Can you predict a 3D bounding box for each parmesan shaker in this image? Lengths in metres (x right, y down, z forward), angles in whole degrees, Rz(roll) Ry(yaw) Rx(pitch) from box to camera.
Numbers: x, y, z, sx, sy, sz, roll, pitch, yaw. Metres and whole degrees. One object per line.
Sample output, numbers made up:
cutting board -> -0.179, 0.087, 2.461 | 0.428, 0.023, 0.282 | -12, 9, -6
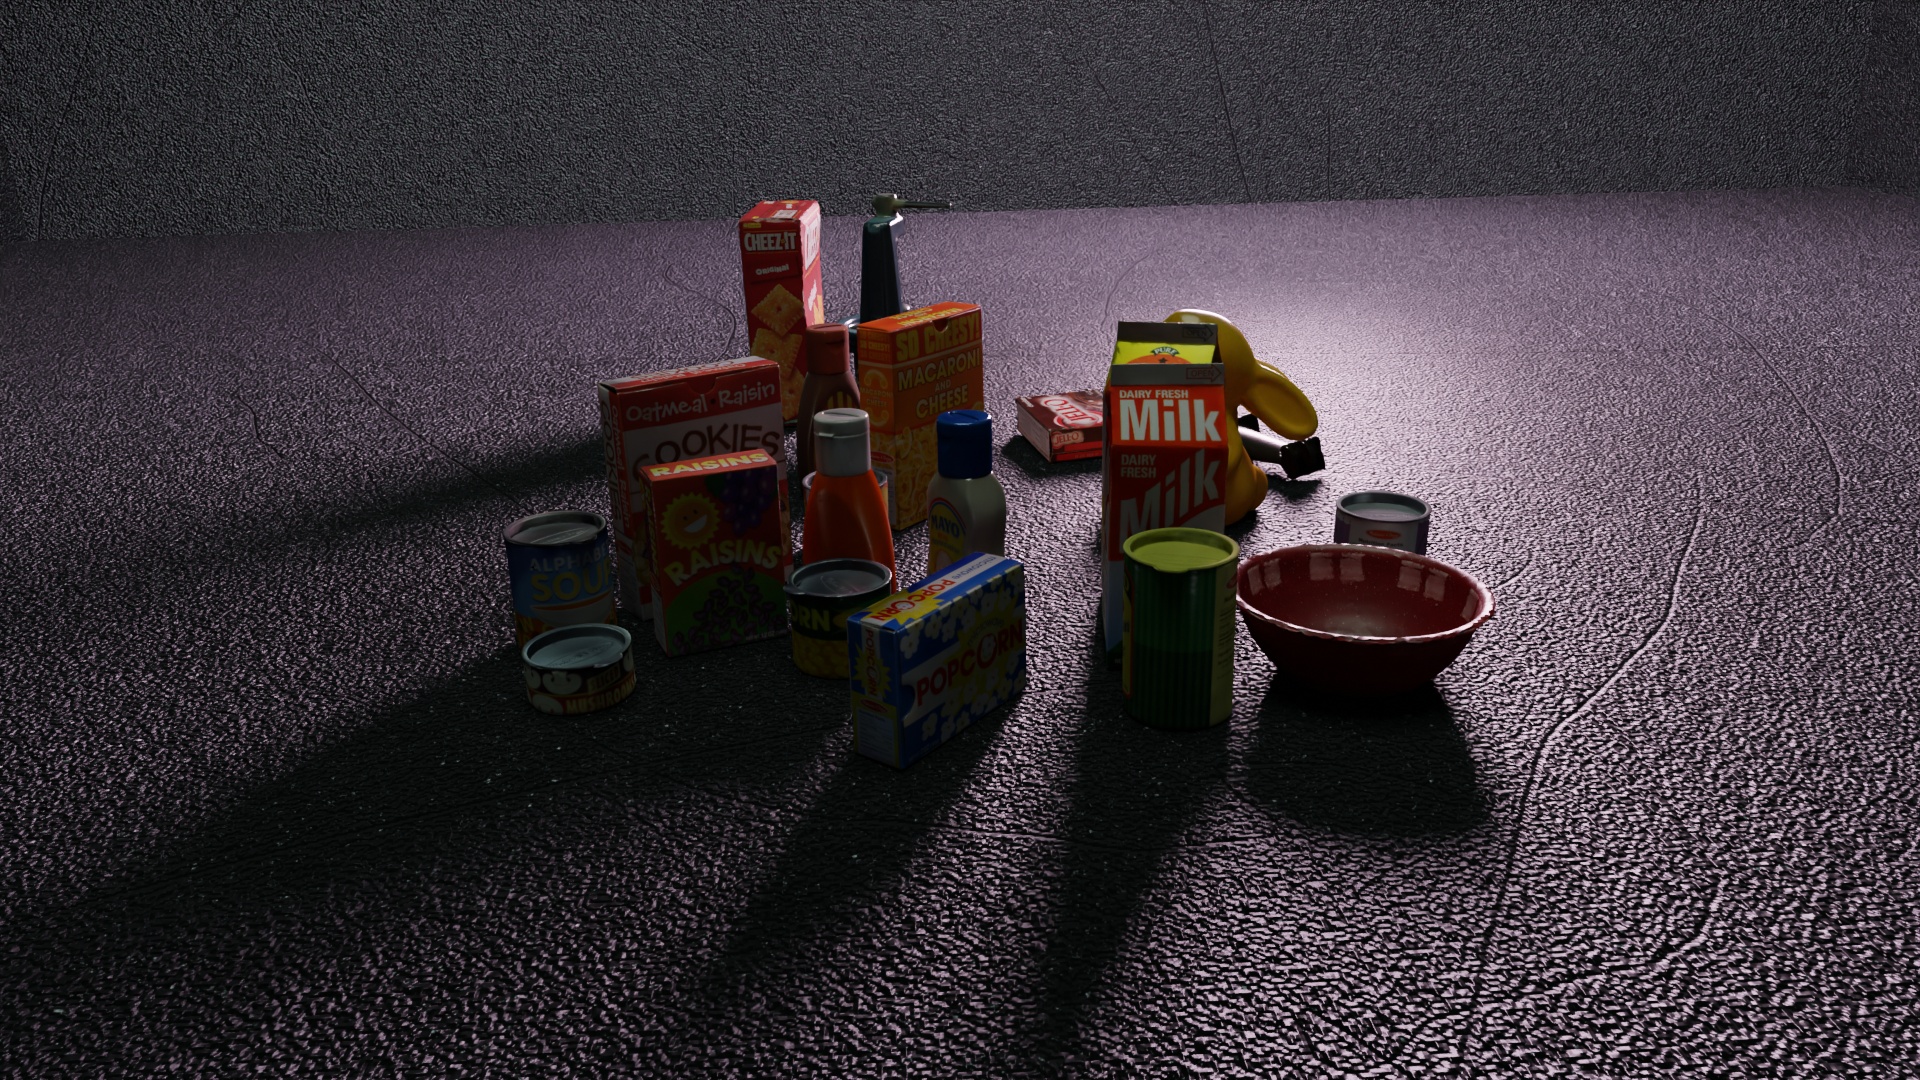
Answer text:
parmesan shaker -> 0.126, 0.052, 0.810 | 0.071, 0.102, 0.071 | -1, 20, 1

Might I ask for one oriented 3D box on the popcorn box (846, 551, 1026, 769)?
popcorn box -> -0.010, 0.066, 0.807 | 0.038, 0.085, 0.127 | 13, 24, 34

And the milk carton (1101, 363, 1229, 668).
milk carton -> 0.127, -0.019, 0.877 | 0.072, 0.189, 0.074 | 0, 20, 3

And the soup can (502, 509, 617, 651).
soup can -> -0.263, 0.030, 0.922 | 0.071, 0.083, 0.071 | -1, 20, 1

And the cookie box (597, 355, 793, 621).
cookie box -> -0.184, -0.039, 0.985 | 0.123, 0.166, 0.040 | -15, 24, -33

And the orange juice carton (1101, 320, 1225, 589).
orange juice carton -> 0.144, -0.060, 0.985 | 0.072, 0.192, 0.073 | 6, 21, 20

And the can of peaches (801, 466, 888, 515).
can of peaches -> -0.088, -0.022, 1.088 | 0.071, 0.057, 0.071 | -1, 20, 1

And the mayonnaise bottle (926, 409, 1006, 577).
mayonnaise bottle -> 0.003, -0.012, 0.926 | 0.041, 0.147, 0.065 | -16, 25, -35

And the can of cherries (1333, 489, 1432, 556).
can of cherries -> 0.303, 0.001, 1.002 | 0.071, 0.058, 0.072 | -1, 20, 1

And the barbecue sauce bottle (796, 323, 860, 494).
barbecue sauce bottle -> -0.112, -0.112, 1.206 | 0.065, 0.148, 0.044 | -12, 22, -27

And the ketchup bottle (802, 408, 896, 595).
ketchup bottle -> -0.077, -0.013, 0.934 | 0.065, 0.148, 0.044 | 9, 22, 27

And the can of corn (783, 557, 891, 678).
can of corn -> -0.079, 0.050, 0.893 | 0.071, 0.058, 0.071 | -1, 20, 1

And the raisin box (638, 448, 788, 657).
raisin box -> -0.162, 0.008, 0.920 | 0.086, 0.123, 0.040 | -10, 21, -21

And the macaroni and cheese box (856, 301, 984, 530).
macaroni and cheese box -> -0.029, -0.106, 1.157 | 0.040, 0.165, 0.124 | 13, 24, 34

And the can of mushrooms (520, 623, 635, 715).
can of mushrooms -> -0.234, 0.080, 0.859 | 0.071, 0.033, 0.071 | -1, 20, 1
